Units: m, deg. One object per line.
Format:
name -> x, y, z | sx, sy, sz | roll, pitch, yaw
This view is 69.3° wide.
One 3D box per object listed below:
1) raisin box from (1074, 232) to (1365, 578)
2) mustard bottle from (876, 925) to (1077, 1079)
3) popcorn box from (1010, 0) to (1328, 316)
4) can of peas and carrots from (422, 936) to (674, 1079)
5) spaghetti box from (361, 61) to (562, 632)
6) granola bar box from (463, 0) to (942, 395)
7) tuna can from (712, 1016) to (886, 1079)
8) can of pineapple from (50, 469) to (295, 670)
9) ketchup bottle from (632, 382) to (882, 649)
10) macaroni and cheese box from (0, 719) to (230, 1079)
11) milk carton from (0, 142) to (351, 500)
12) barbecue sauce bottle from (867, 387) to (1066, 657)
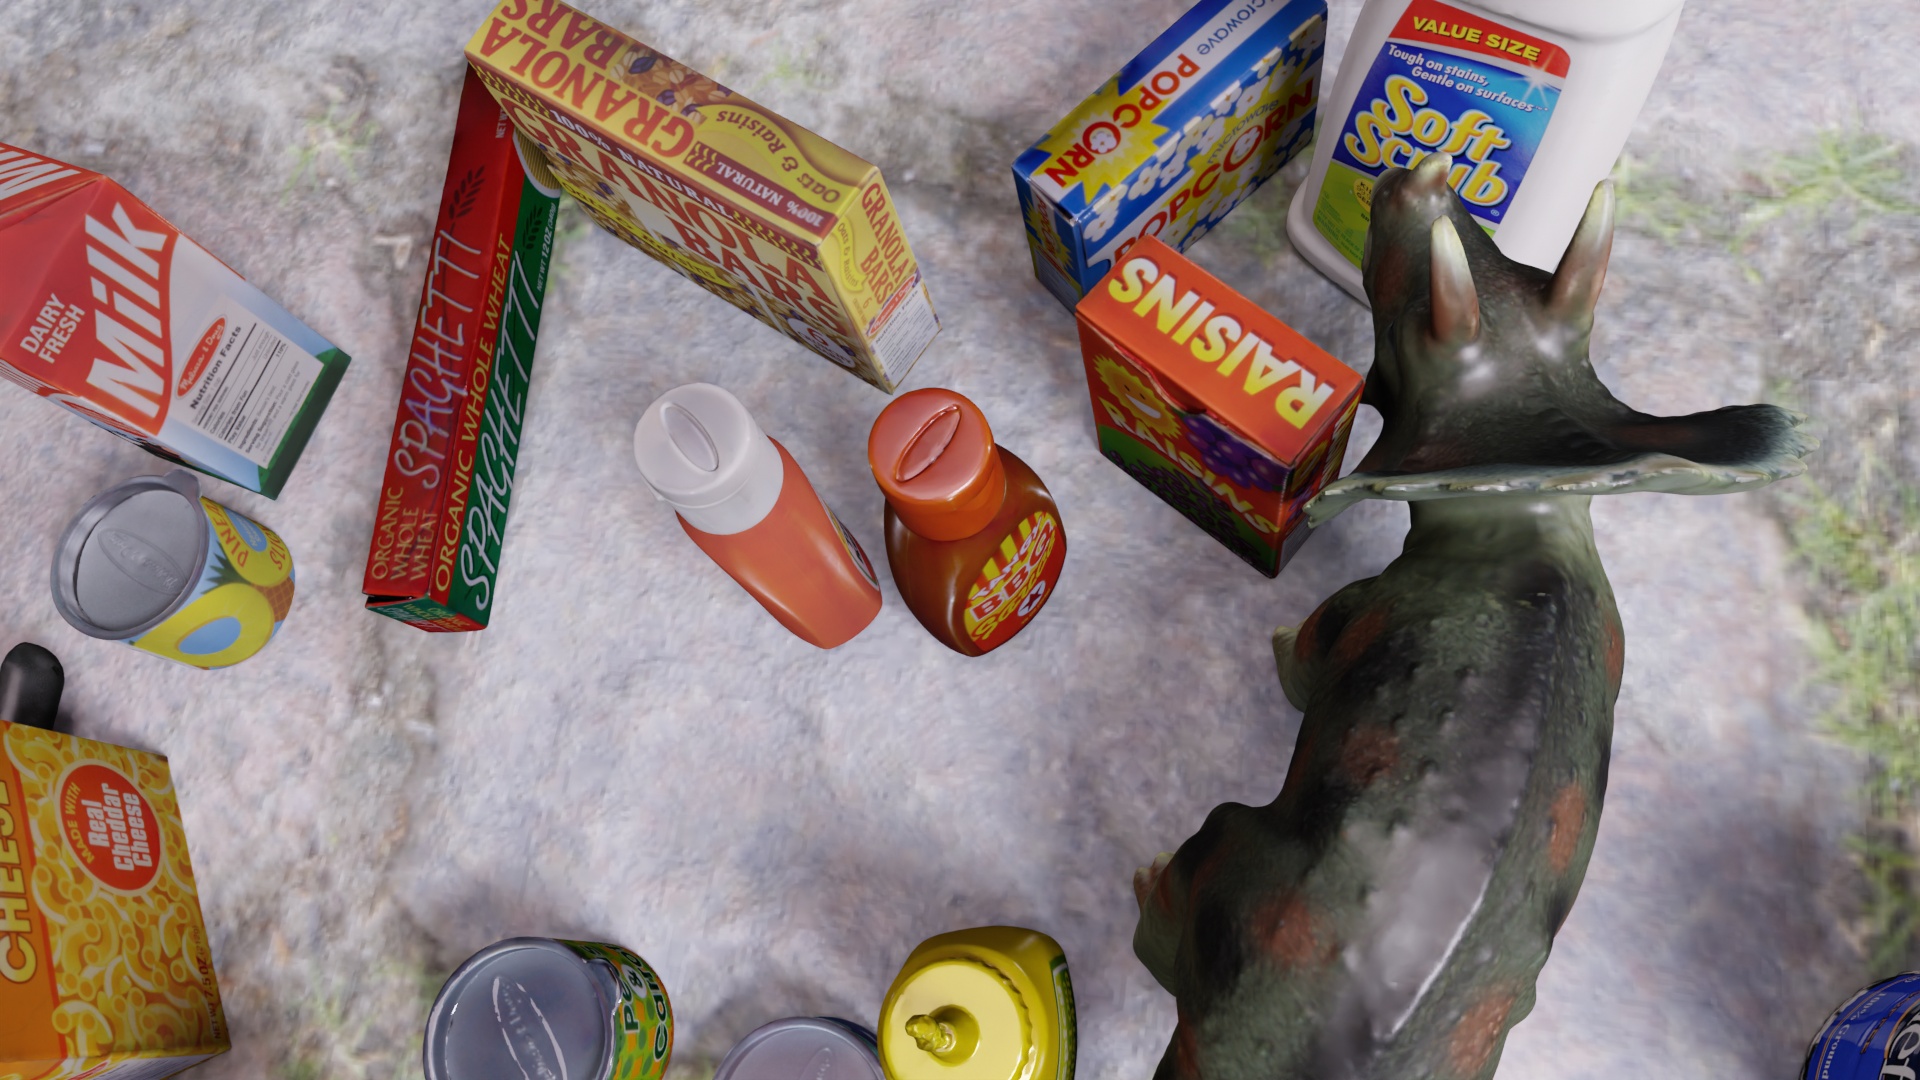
raisin box -> 0.086, -0.041, 0.475 | 0.086, 0.123, 0.040 | 40, 82, 18
mustard bottle -> 0.006, 0.145, 0.407 | 0.049, 0.160, 0.065 | -4, 72, 8
popcorn box -> 0.081, -0.149, 0.532 | 0.127, 0.085, 0.038 | -42, 71, -6
can of peas and carrots -> -0.137, 0.169, 0.476 | 0.071, 0.058, 0.071 | -3, 72, 8
spaghetti box -> -0.200, -0.087, 0.575 | 0.029, 0.050, 0.251 | 0, 72, 9
granola bar box -> -0.094, -0.130, 0.533 | 0.166, 0.124, 0.039 | 31, 80, 17
tuna can -> -0.048, 0.195, 0.466 | 0.071, 0.032, 0.071 | -3, 72, 8
can of pineapple -> -0.311, 0.013, 0.556 | 0.071, 0.057, 0.071 | -3, 72, 8
ketchup bottle -> -0.068, -0.007, 0.475 | 0.043, 0.148, 0.065 | -39, 71, -4
macaroni and cheese box -> -0.327, 0.122, 0.464 | 0.040, 0.166, 0.124 | -26, 70, 1
milk carton -> -0.326, -0.087, 0.521 | 0.072, 0.190, 0.073 | 19, 76, 15
barbecue sauce bottle -> 0.002, -0.006, 0.464 | 0.044, 0.148, 0.065 | 37, 81, 18
